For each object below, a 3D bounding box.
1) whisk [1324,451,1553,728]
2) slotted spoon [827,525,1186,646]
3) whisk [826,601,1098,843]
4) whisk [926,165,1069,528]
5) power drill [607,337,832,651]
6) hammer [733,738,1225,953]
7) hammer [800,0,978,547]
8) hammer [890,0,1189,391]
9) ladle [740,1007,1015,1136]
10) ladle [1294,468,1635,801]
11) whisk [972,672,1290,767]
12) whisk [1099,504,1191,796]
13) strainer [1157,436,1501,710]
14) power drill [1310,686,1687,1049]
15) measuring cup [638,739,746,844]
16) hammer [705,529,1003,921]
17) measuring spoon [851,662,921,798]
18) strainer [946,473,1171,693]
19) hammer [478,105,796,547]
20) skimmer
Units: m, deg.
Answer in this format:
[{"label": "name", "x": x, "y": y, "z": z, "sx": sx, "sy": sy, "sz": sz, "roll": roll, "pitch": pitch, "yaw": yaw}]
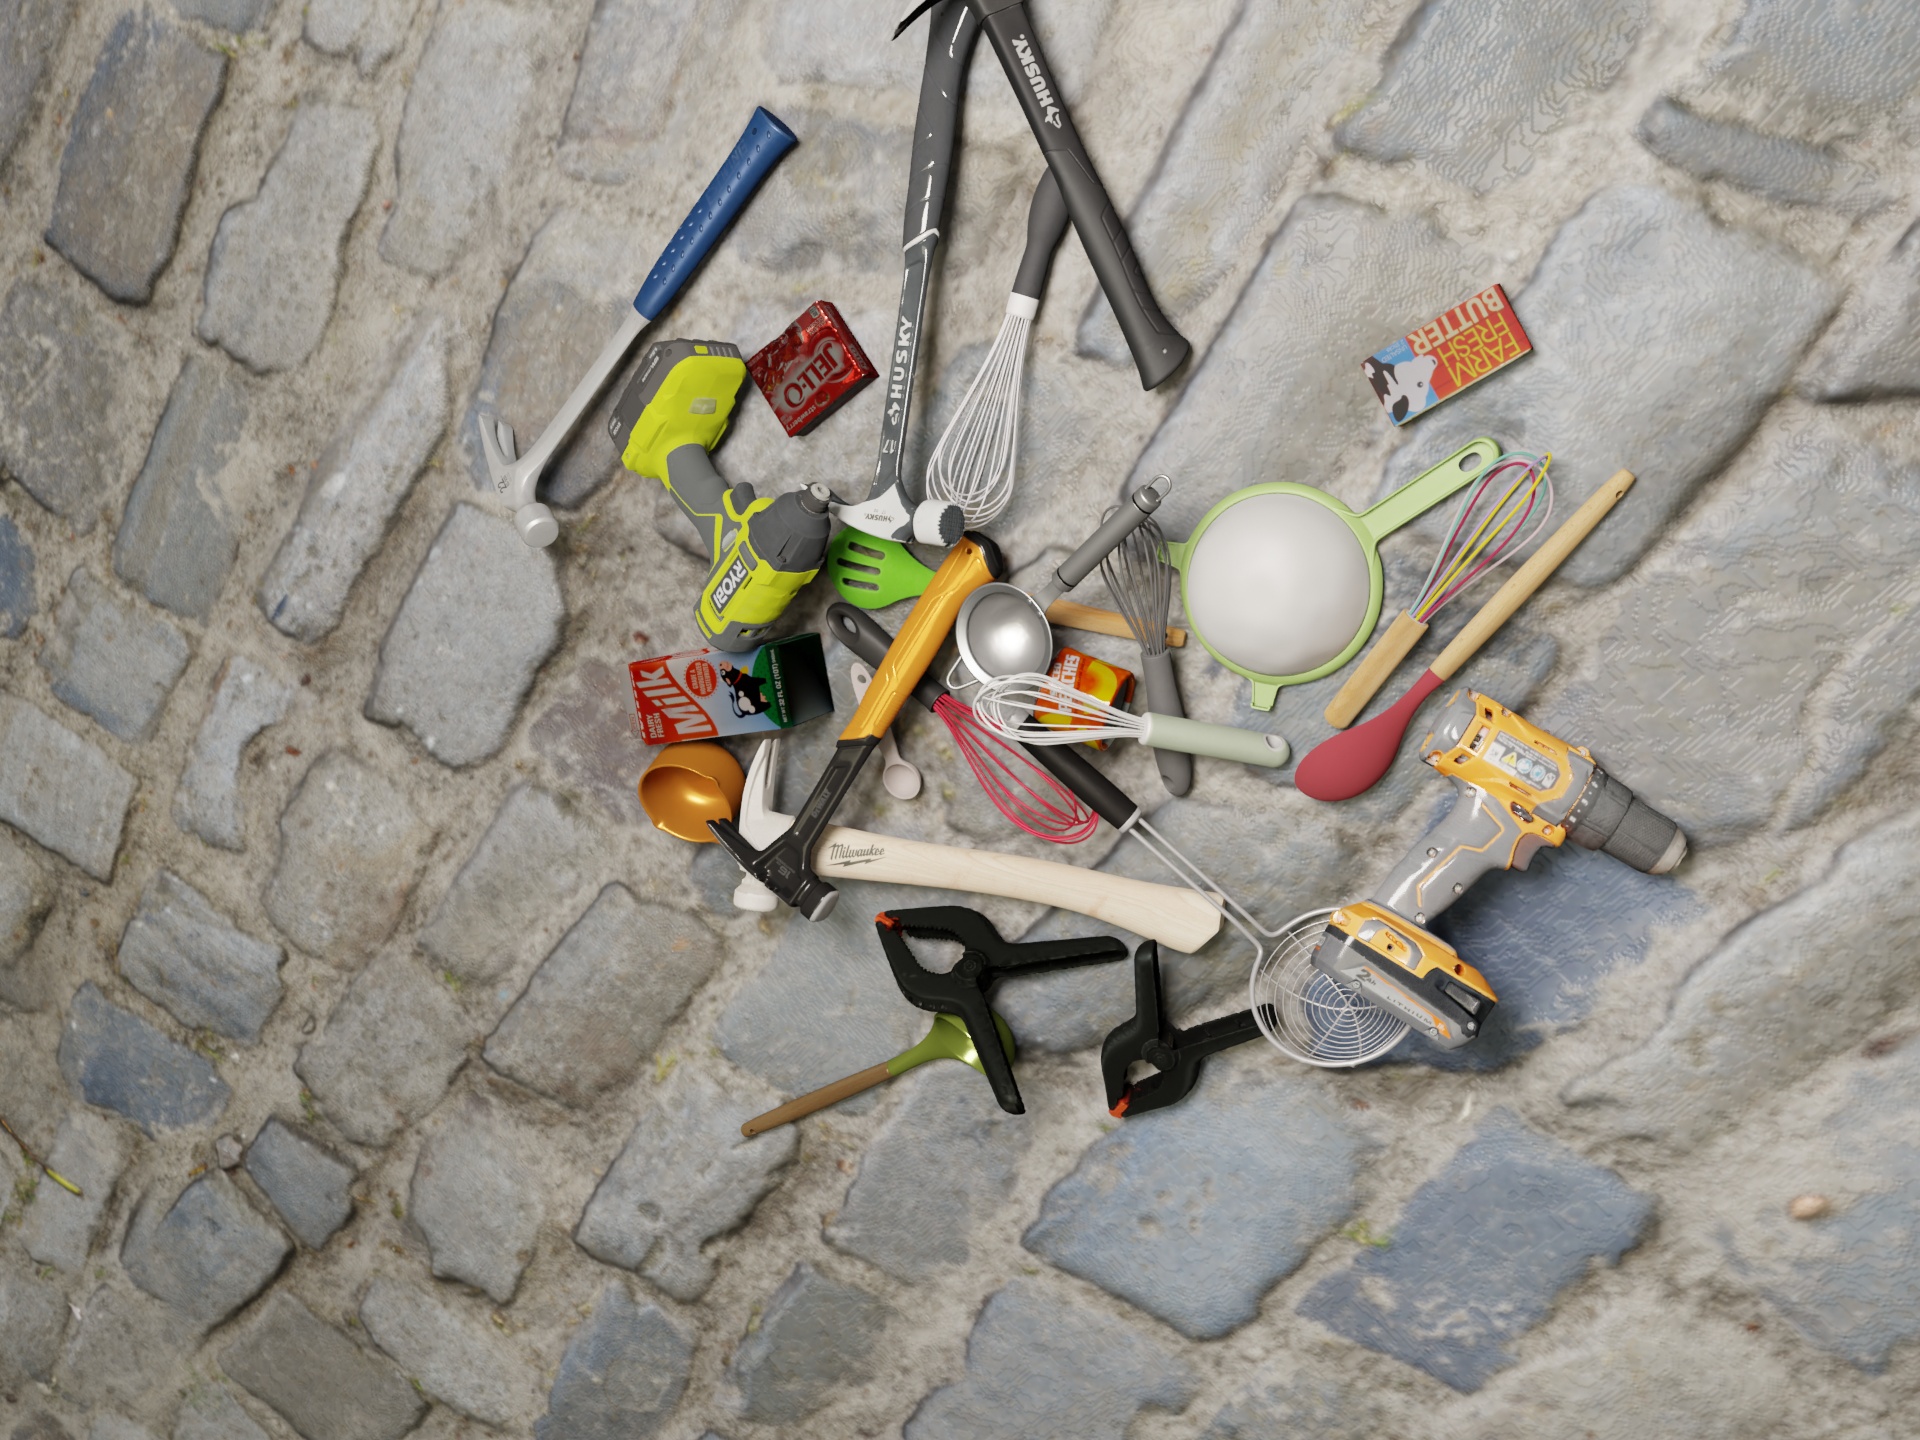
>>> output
[{"label": "whisk", "x": 0.331, "y": -0.088, "z": 1.113, "sx": 0.051, "sy": 0.047, "sz": 0.245, "roll": 18, "pitch": 122, "yaw": -24}, {"label": "slotted spoon", "x": 0.028, "y": -0.099, "z": 1.264, "sx": 0.314, "sy": 0.031, "sz": 0.070, "roll": 14, "pitch": 104, "yaw": 20}, {"label": "whisk", "x": -0.002, "y": -0.004, "z": 1.285, "sx": 0.296, "sy": 0.073, "sz": 0.073, "roll": 40, "pitch": 115, "yaw": 19}, {"label": "whisk", "x": 0.038, "y": -0.282, "z": 1.206, "sx": 0.070, "sy": 0.070, "sz": 0.284, "roll": 22, "pitch": 105, "yaw": 19}, {"label": "power drill", "x": -0.186, "y": -0.190, "z": 1.269, "sx": 0.171, "sy": 0.080, "sz": 0.223, "roll": -48, "pitch": 63, "yaw": 39}, {"label": "hammer", "x": 0.011, "y": 0.113, "z": 1.295, "sx": 0.411, "sy": 0.038, "sz": 0.146, "roll": 8, "pitch": 95, "yaw": 17}, {"label": "hammer", "x": -0.036, "y": -0.341, "z": 1.202, "sx": 0.149, "sy": 0.036, "sz": 0.409, "roll": 13, "pitch": 97, "yaw": 38}, {"label": "hammer", "x": 0.075, "y": -0.395, "z": 1.144, "sx": 0.146, "sy": 0.035, "sz": 0.334, "roll": -27, "pitch": 97, "yaw": -11}, {"label": "ladle", "x": -0.083, "y": 0.321, "z": 1.393, "sx": 0.320, "sy": 0.062, "sz": 0.078, "roll": -29, "pitch": 108, "yaw": 30}, {"label": "ladle", "x": 0.353, "y": -0.052, "z": 1.117, "sx": 0.315, "sy": 0.069, "sz": 0.031, "roll": -50, "pitch": 38, "yaw": 20}, {"label": "whisk", "x": 0.128, "y": 0.005, "z": 1.173, "sx": 0.246, "sy": 0.058, "sz": 0.059, "roll": 10, "pitch": 136, "yaw": -12}, {"label": "whisk", "x": 0.143, "y": -0.050, "z": 1.195, "sx": 0.055, "sy": 0.055, "sz": 0.238, "roll": -3, "pitch": 114, "yaw": 25}, {"label": "strainer", "x": 0.263, "y": -0.121, "z": 1.126, "sx": 0.256, "sy": 0.069, "sz": 0.151, "roll": -34, "pitch": 86, "yaw": 28}, {"label": "power drill", "x": 0.370, "y": 0.115, "z": 1.097, "sx": 0.185, "sy": 0.084, "sz": 0.226, "roll": 31, "pitch": 89, "yaw": 10}, {"label": "measuring cup", "x": -0.201, "y": 0.084, "z": 1.403, "sx": 0.173, "sy": 0.052, "sz": 0.095, "roll": 41, "pitch": 129, "yaw": -16}, {"label": "hammer", "x": -0.075, "y": -0.008, "z": 1.271, "sx": 0.127, "sy": 0.034, "sz": 0.337, "roll": 37, "pitch": 103, "yaw": 19}, {"label": "measuring spoon", "x": -0.062, "y": 0.007, "z": 1.324, "sx": 0.034, "sy": 0.018, "sz": 0.124, "roll": -13, "pitch": 105, "yaw": 30}, {"label": "strainer", "x": 0.074, "y": -0.099, "z": 1.165, "sx": 0.087, "sy": 0.050, "sz": 0.258, "roll": 54, "pitch": 133, "yaw": 8}, {"label": "hammer", "x": -0.275, "y": -0.337, "z": 1.330, "sx": 0.405, "sy": 0.035, "sz": 0.144, "roll": -47, "pitch": 57, "yaw": 21}, {"label": "skimmer", "x": 0.179, "y": 0.111, "z": 1.179, "sx": 0.363, "sy": 0.090, "sz": 0.127, "roll": 41, "pitch": 79, "yaw": 1}]
